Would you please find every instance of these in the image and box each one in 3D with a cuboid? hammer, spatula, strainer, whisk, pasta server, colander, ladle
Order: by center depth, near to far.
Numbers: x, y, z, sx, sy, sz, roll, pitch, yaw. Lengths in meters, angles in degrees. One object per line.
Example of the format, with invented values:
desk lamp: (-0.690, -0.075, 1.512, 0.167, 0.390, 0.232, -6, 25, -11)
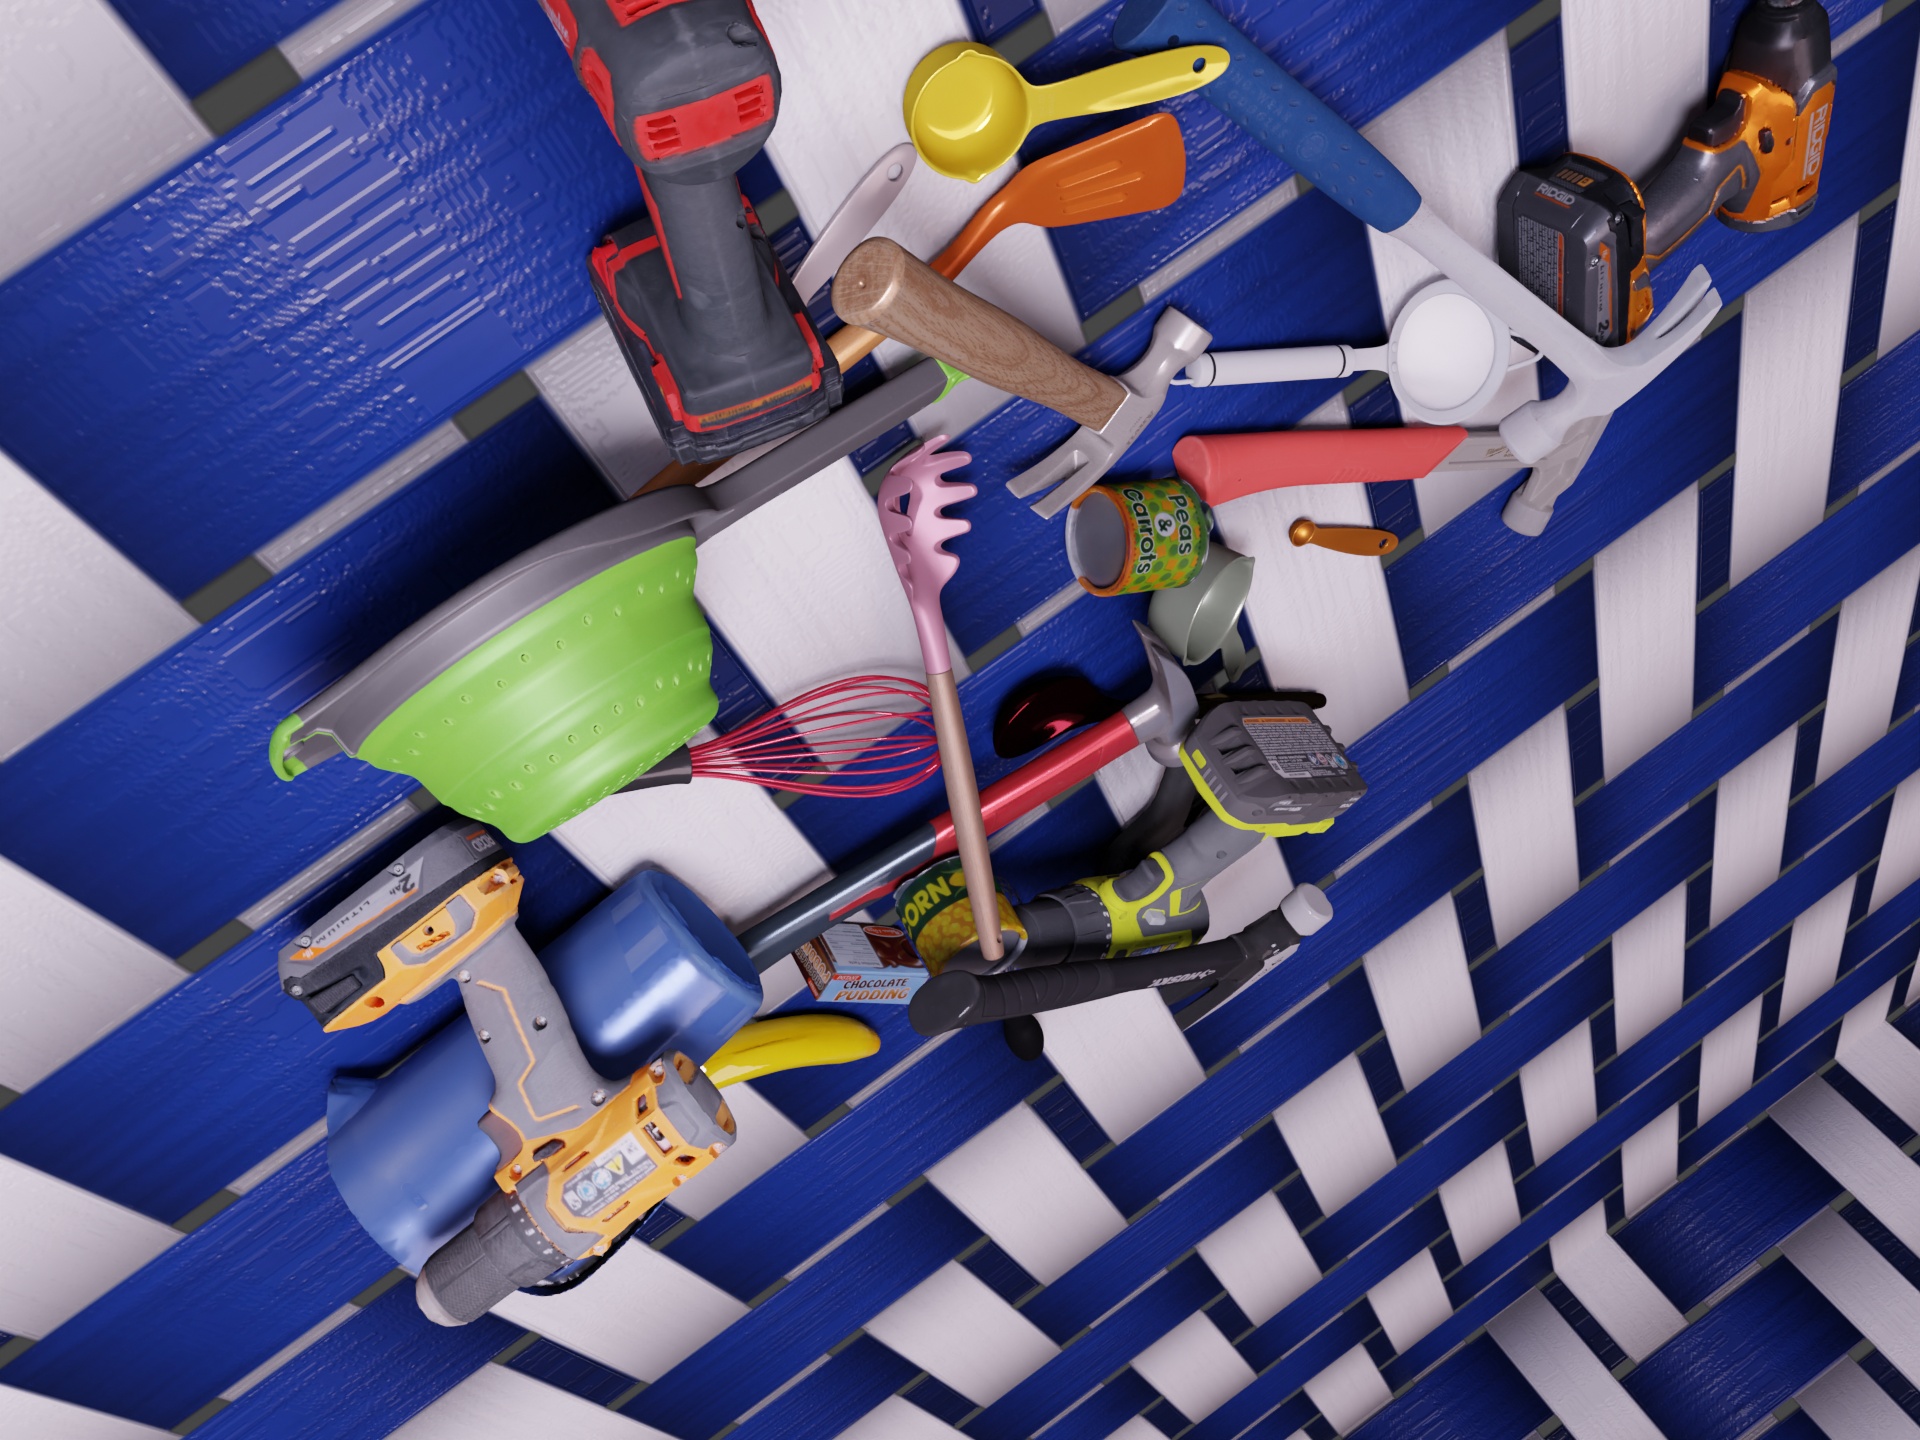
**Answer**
colander: (-0.116, -0.055, 0.742, 0.397, 0.094, 0.204, -36, -177, -24)
hammer: (0.029, -0.167, 0.754, 0.130, 0.031, 0.331, -54, 161, 16)
spatula: (-0.031, -0.190, 0.775, 0.322, 0.041, 0.081, -37, 165, 1)
hammer: (0.245, -0.267, 0.841, 0.405, 0.035, 0.144, 23, 136, -33)
whisk: (-0.134, 0.021, 0.887, 0.295, 0.073, 0.073, -8, 132, -24)
pasta server: (-0.001, -0.003, 0.893, 0.060, 0.040, 0.316, -34, 121, -46)
strainer: (0.232, -0.216, 0.948, 0.258, 0.050, 0.087, -9, 106, -23)
hammer: (-0.025, 0.074, 0.995, 0.386, 0.038, 0.143, -31, 149, -1)
hammer: (0.288, -0.180, 1.026, 0.359, 0.037, 0.149, -8, 131, -32)
hammer: (0.097, 0.168, 1.027, 0.334, 0.035, 0.146, 0, 142, -44)
ladle: (0.144, -0.009, 1.086, 0.315, 0.031, 0.069, -3, 138, -37)
whisk: (0.030, 0.188, 1.166, 0.070, 0.070, 0.284, -31, 144, -8)

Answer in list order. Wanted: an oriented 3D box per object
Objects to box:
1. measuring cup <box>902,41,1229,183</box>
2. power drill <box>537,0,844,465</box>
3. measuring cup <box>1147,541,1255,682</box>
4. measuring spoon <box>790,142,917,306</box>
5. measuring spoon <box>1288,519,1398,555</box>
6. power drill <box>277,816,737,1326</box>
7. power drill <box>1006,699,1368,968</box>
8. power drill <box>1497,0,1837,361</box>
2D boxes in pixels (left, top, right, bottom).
measuring cup: (0.048, -0.292, 0.731, 0.156, 0.029, 0.062, -17, 136, -11)
power drill: (-0.117, -0.227, 0.605, 0.080, 0.188, 0.226, -23, 156, -10)
measuring cup: (0.161, -0.063, 1.045, 0.083, 0.038, 0.167, -56, 157, -6)
measuring spoon: (-0.059, -0.218, 0.747, 0.124, 0.018, 0.034, -50, 139, 12)
measuring spoon: (0.260, -0.125, 1.079, 0.116, 0.011, 0.021, 0, 126, -41)
power drill: (-0.254, 0.188, 0.831, 0.185, 0.226, 0.084, -38, -176, 0)
power drill: (0.138, 0.089, 1.046, 0.190, 0.080, 0.228, 0, 140, -46)
power drill: (0.433, -0.334, 0.959, 0.226, 0.084, 0.164, -36, 139, -10)
